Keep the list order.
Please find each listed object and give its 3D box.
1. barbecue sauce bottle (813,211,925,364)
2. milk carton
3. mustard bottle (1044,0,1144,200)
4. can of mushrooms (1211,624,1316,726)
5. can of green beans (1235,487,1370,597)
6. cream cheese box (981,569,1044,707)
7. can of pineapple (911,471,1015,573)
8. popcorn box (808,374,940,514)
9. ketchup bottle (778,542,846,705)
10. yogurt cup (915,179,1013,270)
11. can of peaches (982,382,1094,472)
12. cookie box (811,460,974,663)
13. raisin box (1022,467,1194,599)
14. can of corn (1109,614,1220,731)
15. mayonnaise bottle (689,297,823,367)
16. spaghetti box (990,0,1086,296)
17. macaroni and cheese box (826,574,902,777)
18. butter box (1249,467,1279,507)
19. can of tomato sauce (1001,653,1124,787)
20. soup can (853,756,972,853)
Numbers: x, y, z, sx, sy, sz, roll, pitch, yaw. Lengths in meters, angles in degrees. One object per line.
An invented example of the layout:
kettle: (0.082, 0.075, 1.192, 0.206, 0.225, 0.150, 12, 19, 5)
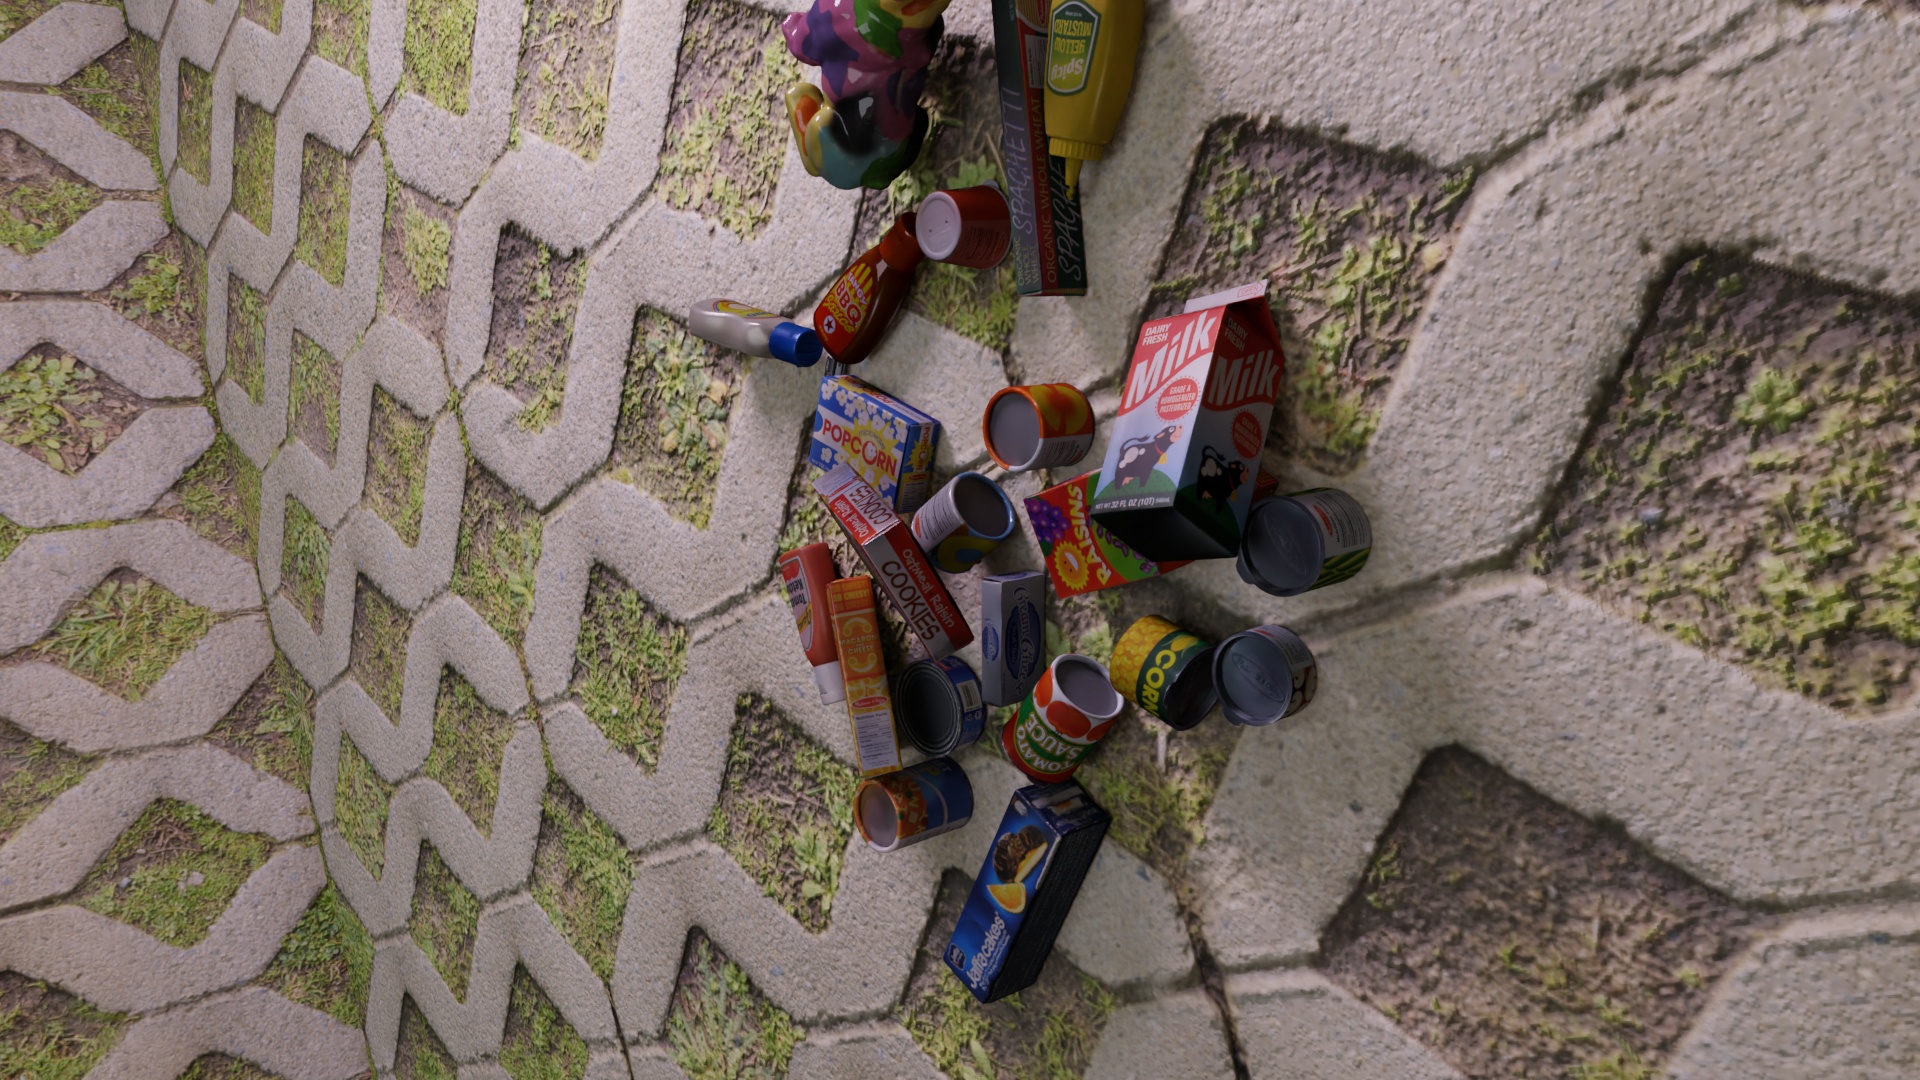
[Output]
barbecue sauce bottle: (-0.072, -0.220, 1.197, 0.147, 0.044, 0.065, -46, 63, 41)
milk carton: (0.156, -0.087, 0.920, 0.072, 0.073, 0.191, -7, 58, 47)
mustard bottle: (0.091, -0.326, 0.999, 0.065, 0.049, 0.159, 24, 114, 44)
can of mushrooms: (0.208, 0.094, 0.958, 0.071, 0.033, 0.071, 10, 105, 45)
can of green beans: (0.224, 0.000, 0.906, 0.071, 0.058, 0.071, 11, 105, 45)
cream cheese box: (0.043, 0.078, 1.118, 0.024, 0.053, 0.103, 8, 103, 44)
can of pineapple: (0.004, -0.014, 1.137, 0.057, 0.071, 0.071, -40, 68, 43)
popcorn box: (-0.077, -0.086, 1.230, 0.127, 0.038, 0.085, 31, 120, 39)
ketchup bottle: (-0.130, 0.079, 1.310, 0.064, 0.044, 0.149, -25, 78, 59)
yogurt cup: (0.001, -0.249, 1.105, 0.072, 0.054, 0.072, 12, 106, 46)
can of peaches: (0.058, -0.089, 1.069, 0.071, 0.058, 0.071, 11, 106, 45)
cookie box: (-0.056, 0.014, 1.135, 0.122, 0.040, 0.168, 59, 174, -26)
raisin box: (0.107, -0.010, 1.024, 0.123, 0.040, 0.086, -19, 92, 56)
can of corn: (0.147, 0.094, 0.996, 0.058, 0.071, 0.071, 30, 118, 41)
mayonnaise bottle: (-0.191, -0.197, 1.317, 0.148, 0.065, 0.041, 22, 115, 39)
spaghetti box: (0.058, -0.306, 1.037, 0.028, 0.050, 0.249, 0, 97, 49)
macaroni and cheese box: (-0.086, 0.115, 1.225, 0.123, 0.040, 0.166, 163, 97, -85)
butter box: (0.172, -0.046, 0.979, 0.104, 0.024, 0.052, 43, 126, 34)
can of tomato sauce: (0.079, 0.139, 1.078, 0.071, 0.071, 0.082, 53, 130, 27)
soup can: (-0.043, 0.228, 1.213, 0.071, 0.084, 0.071, 10, 104, 46)
